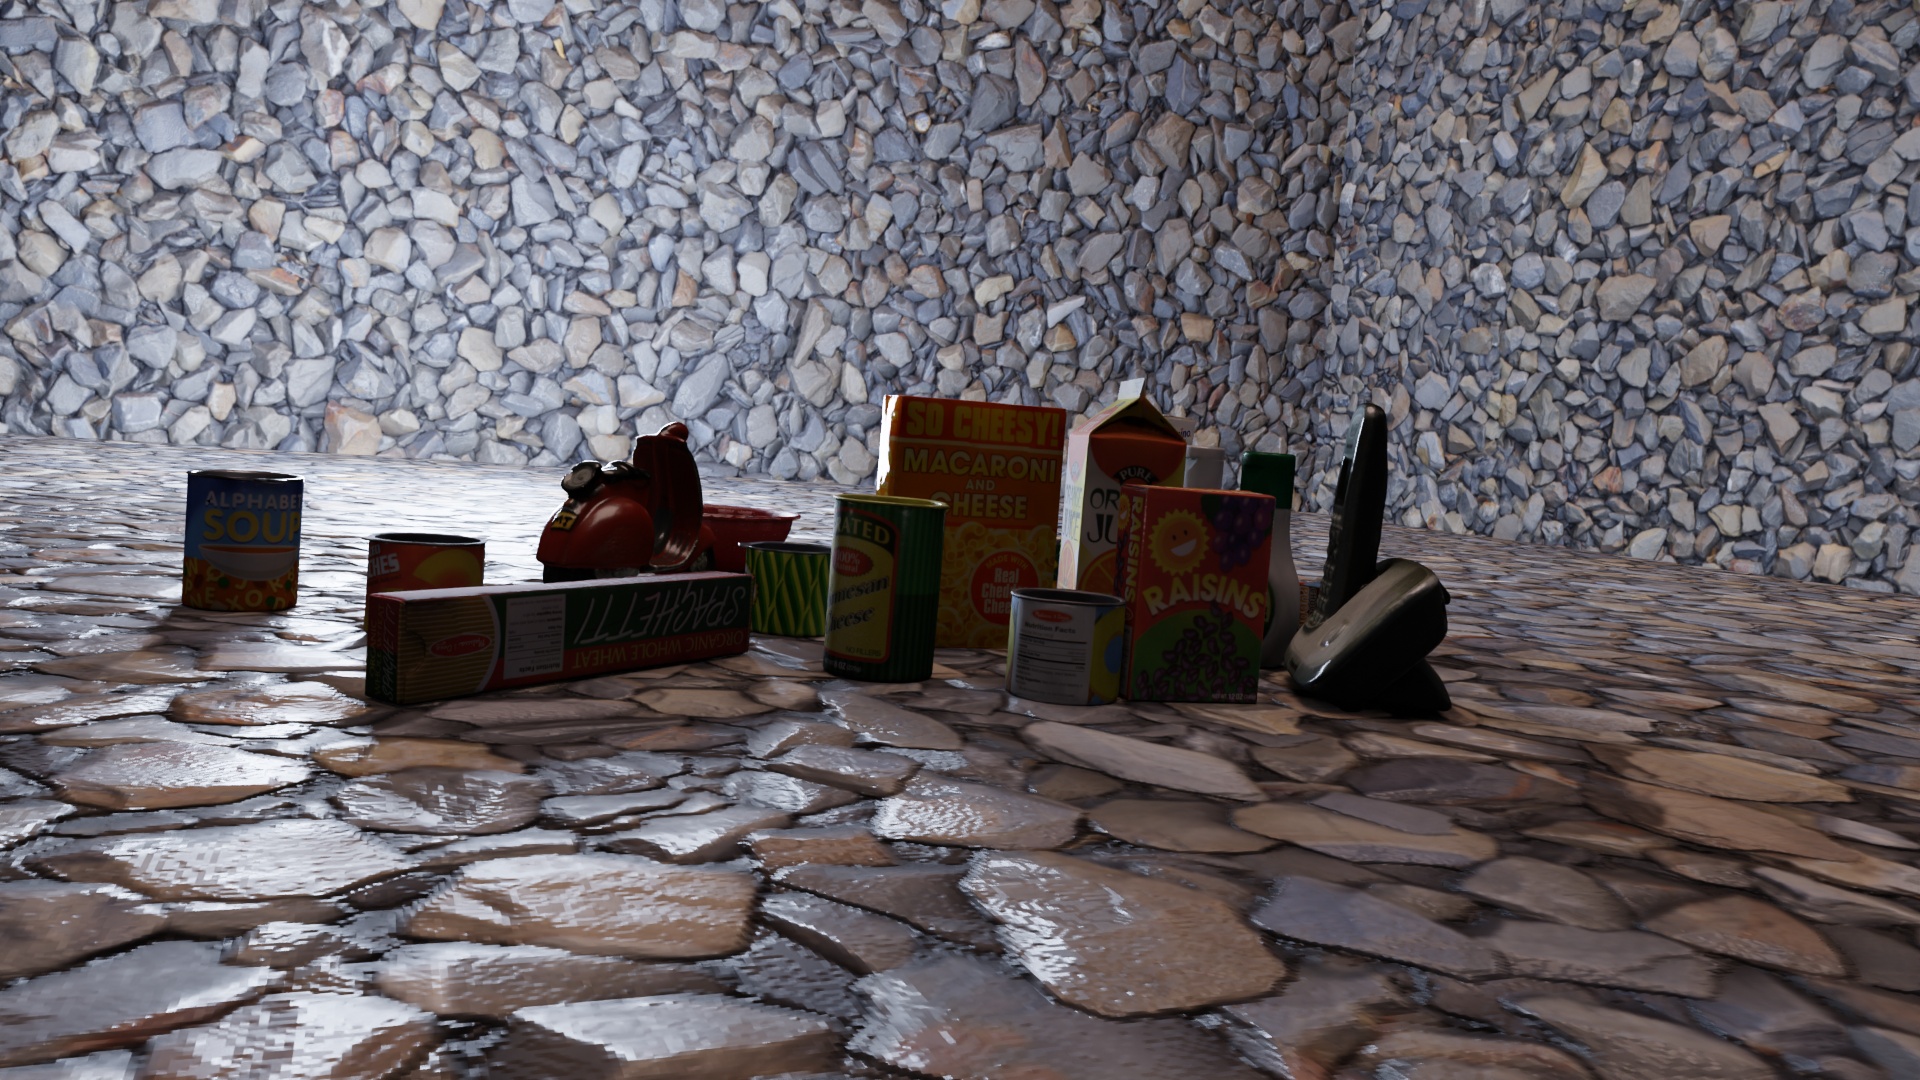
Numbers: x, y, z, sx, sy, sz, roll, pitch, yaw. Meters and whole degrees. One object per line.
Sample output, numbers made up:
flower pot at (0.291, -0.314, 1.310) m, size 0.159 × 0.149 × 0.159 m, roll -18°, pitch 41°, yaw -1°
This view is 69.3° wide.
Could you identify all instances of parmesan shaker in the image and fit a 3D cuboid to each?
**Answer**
parmesan shaker at (-0.043, 0.027, 0.810) m, size 0.071 × 0.103 × 0.071 m, roll 5°, pitch 4°, yaw 0°

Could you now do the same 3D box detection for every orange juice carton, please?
orange juice carton at (0.116, -0.021, 1.003) m, size 0.073 × 0.192 × 0.072 m, roll 4°, pitch 4°, yaw -6°

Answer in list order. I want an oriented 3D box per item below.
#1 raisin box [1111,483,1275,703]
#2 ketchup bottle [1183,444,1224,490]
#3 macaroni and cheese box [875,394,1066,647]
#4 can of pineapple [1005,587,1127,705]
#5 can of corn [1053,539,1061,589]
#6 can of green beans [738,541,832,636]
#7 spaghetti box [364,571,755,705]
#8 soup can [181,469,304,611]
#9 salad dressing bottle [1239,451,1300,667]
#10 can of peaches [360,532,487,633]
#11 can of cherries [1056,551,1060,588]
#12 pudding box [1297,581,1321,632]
raisin box at (0.134, 0.031, 0.814) m, size 0.086 × 0.123 × 0.040 m, roll 3°, pitch 4°, yaw -16°
ketchup bottle at (0.196, -0.004, 1.156) m, size 0.043 × 0.148 × 0.064 m, roll 1°, pitch 5°, yaw -42°
macaroni and cheese box at (0.003, -0.012, 0.946) m, size 0.124 × 0.166 × 0.040 m, roll 3°, pitch 4°, yaw -23°
can of pineapple at (0.061, 0.059, 0.794) m, size 0.071 × 0.057 × 0.071 m, roll 5°, pitch 4°, yaw 0°
can of corn at (0.082, 0.030, 1.184) m, size 0.071 × 0.058 × 0.071 m, roll 5°, pitch 4°, yaw 0°
can of green beans at (-0.116, 0.033, 0.953) m, size 0.071 × 0.057 × 0.071 m, roll 5°, pitch 4°, yaw 0°
spaghetti box at (-0.200, 0.047, 0.741) m, size 0.028 × 0.050 × 0.250 m, roll 7°, pitch 5°, yaw 31°
soup can at (-0.450, 0.000, 0.873) m, size 0.071 × 0.083 × 0.071 m, roll 5°, pitch 4°, yaw 0°
salad dressing bottle at (0.208, 0.012, 0.966) m, size 0.044 × 0.147 × 0.064 m, roll 1°, pitch 5°, yaw -41°
can of peaches at (-0.320, 0.027, 0.823) m, size 0.071 × 0.058 × 0.071 m, roll 5°, pitch 4°, yaw 0°
can of cherries at (0.109, 0.040, 1.079) m, size 0.071 × 0.058 × 0.071 m, roll 5°, pitch 4°, yaw 0°
pudding box at (0.298, 0.057, 1.108) m, size 0.030 × 0.049 × 0.084 m, roll 8°, pitch 6°, yaw 44°
